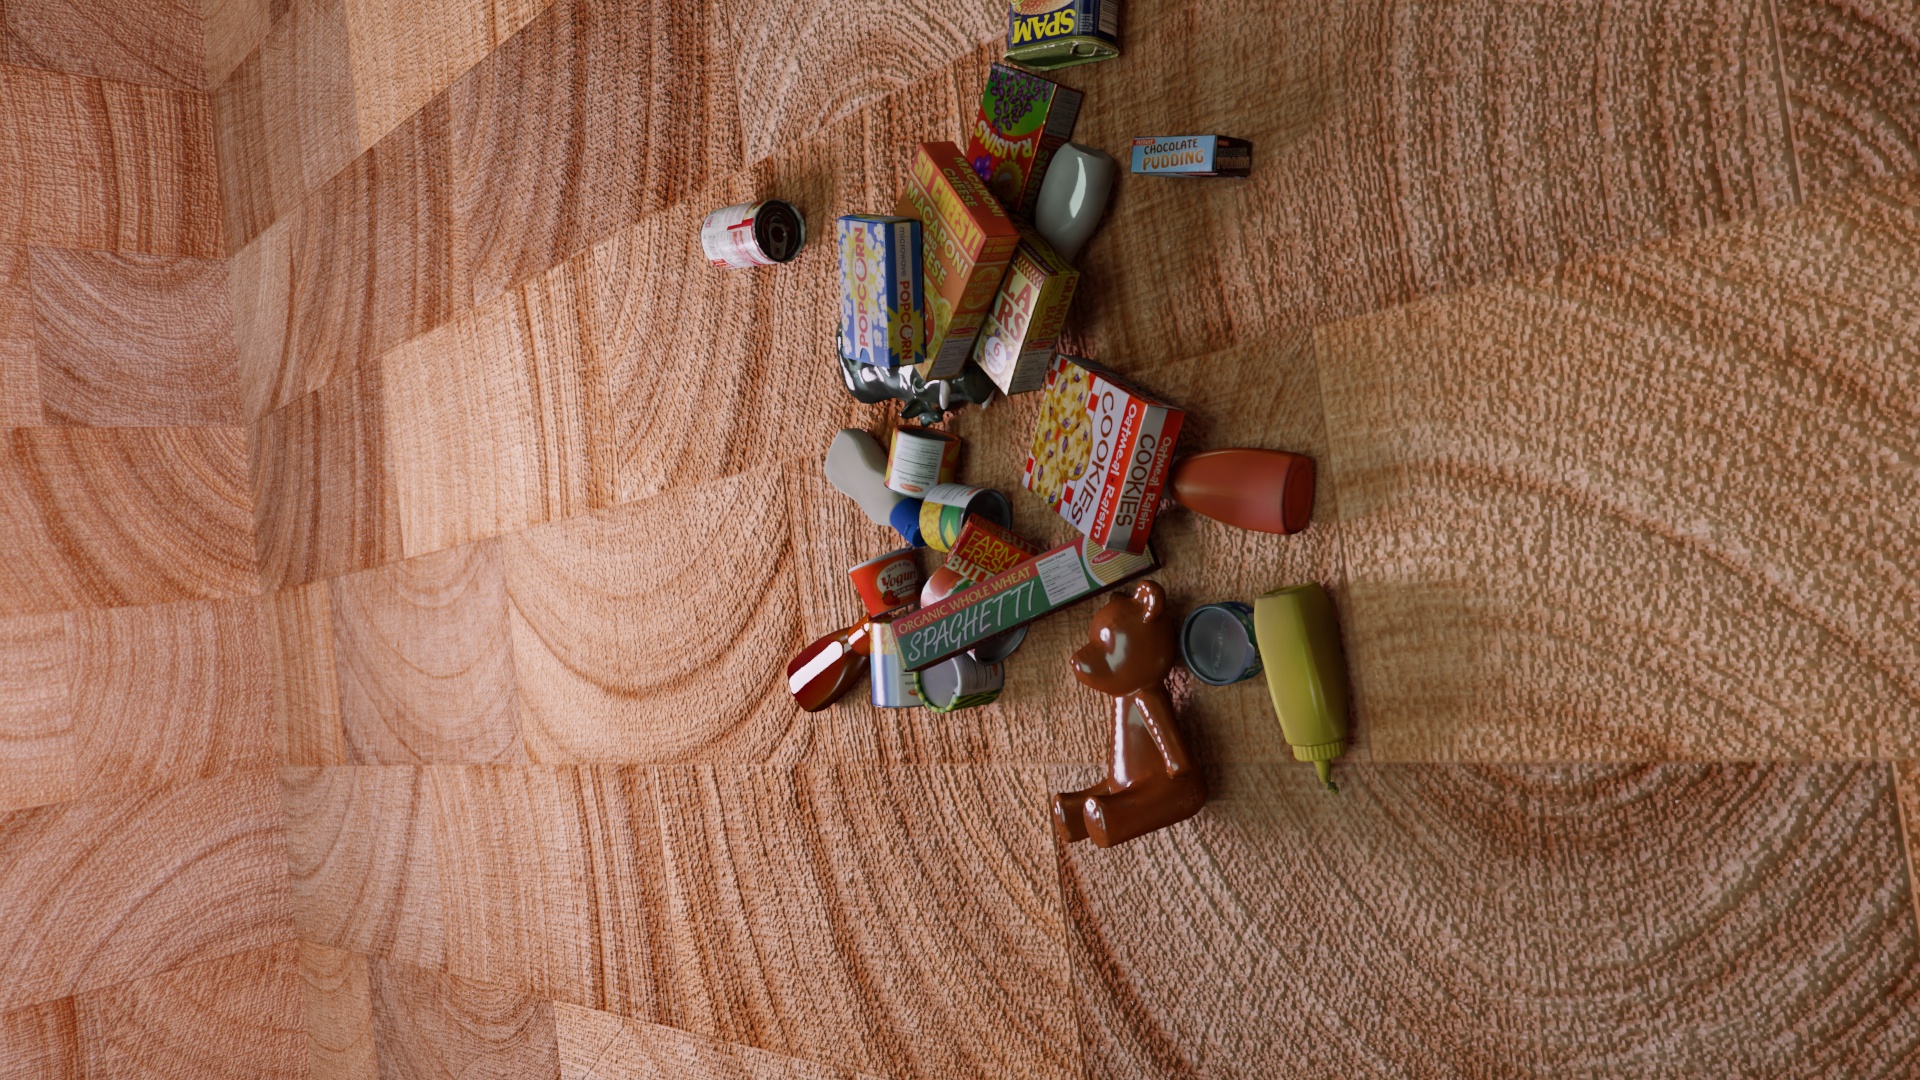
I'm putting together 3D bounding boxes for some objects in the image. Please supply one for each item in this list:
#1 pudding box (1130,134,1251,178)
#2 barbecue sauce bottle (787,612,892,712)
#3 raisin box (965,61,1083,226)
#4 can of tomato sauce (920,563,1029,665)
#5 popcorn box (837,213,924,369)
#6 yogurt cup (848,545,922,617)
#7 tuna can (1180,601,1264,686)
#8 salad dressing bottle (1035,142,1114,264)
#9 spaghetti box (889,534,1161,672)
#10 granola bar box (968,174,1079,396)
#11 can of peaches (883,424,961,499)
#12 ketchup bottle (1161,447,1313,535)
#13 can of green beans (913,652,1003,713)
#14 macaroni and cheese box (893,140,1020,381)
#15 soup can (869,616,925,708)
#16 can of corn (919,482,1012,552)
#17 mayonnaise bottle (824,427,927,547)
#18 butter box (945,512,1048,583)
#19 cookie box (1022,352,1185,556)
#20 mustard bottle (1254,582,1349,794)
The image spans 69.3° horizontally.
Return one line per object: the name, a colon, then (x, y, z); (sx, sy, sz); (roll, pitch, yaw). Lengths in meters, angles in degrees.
pudding box: (0.183, -0.304, 1.102); (0.084, 0.050, 0.030); (15, 105, 44)
barbecue sauce bottle: (-0.122, 0.121, 1.443); (0.148, 0.044, 0.065); (-40, 66, 38)
raisin box: (0.051, -0.352, 1.238); (0.086, 0.040, 0.123); (34, 115, 38)
can of tomato sauce: (0.014, 0.064, 1.288); (0.083, 0.071, 0.071); (40, 120, 36)
popcorn box: (-0.070, -0.220, 1.217); (0.085, 0.038, 0.126); (22, 119, 53)
yogurt cup: (-0.071, 0.042, 1.373); (0.072, 0.072, 0.054); (-24, 85, 43)
tuna can: (0.214, 0.083, 1.112); (0.071, 0.033, 0.071); (5, 97, 45)
salad dressing bottle: (0.087, -0.268, 1.206); (0.064, 0.044, 0.147); (45, 125, 41)
spaghetti box: (0.052, 0.048, 1.209); (0.249, 0.028, 0.050); (-25, 72, 20)
granola bar box: (0.028, -0.225, 1.215); (0.166, 0.039, 0.123); (52, 140, 35)
can of peaches: (-0.036, -0.076, 1.328); (0.071, 0.071, 0.058); (24, 110, 41)
ketchup bottle: (0.205, -0.045, 1.104); (0.149, 0.043, 0.064); (11, 100, 44)
can of green beans: (-0.002, 0.127, 1.314); (0.071, 0.058, 0.071); (5, 97, 45)
macaroni and cheese box: (-0.018, -0.241, 1.203); (0.124, 0.040, 0.165); (59, 144, 27)
soup can: (-0.057, 0.118, 1.362); (0.071, 0.071, 0.083); (-2, 91, 45)
can of corn: (0.005, -0.016, 1.290); (0.058, 0.071, 0.071); (11, 101, 45)
mayonnaise bottle: (-0.078, -0.050, 1.388); (0.148, 0.041, 0.064); (44, 125, 32)
butter box: (0.042, 0.022, 1.241); (0.103, 0.024, 0.053); (28, 119, -7)
cookie box: (0.115, -0.075, 1.154); (0.168, 0.040, 0.122); (-136, 57, -60)
mustard bottle: (0.262, 0.114, 1.048); (0.048, 0.065, 0.160); (-11, 89, 41)
